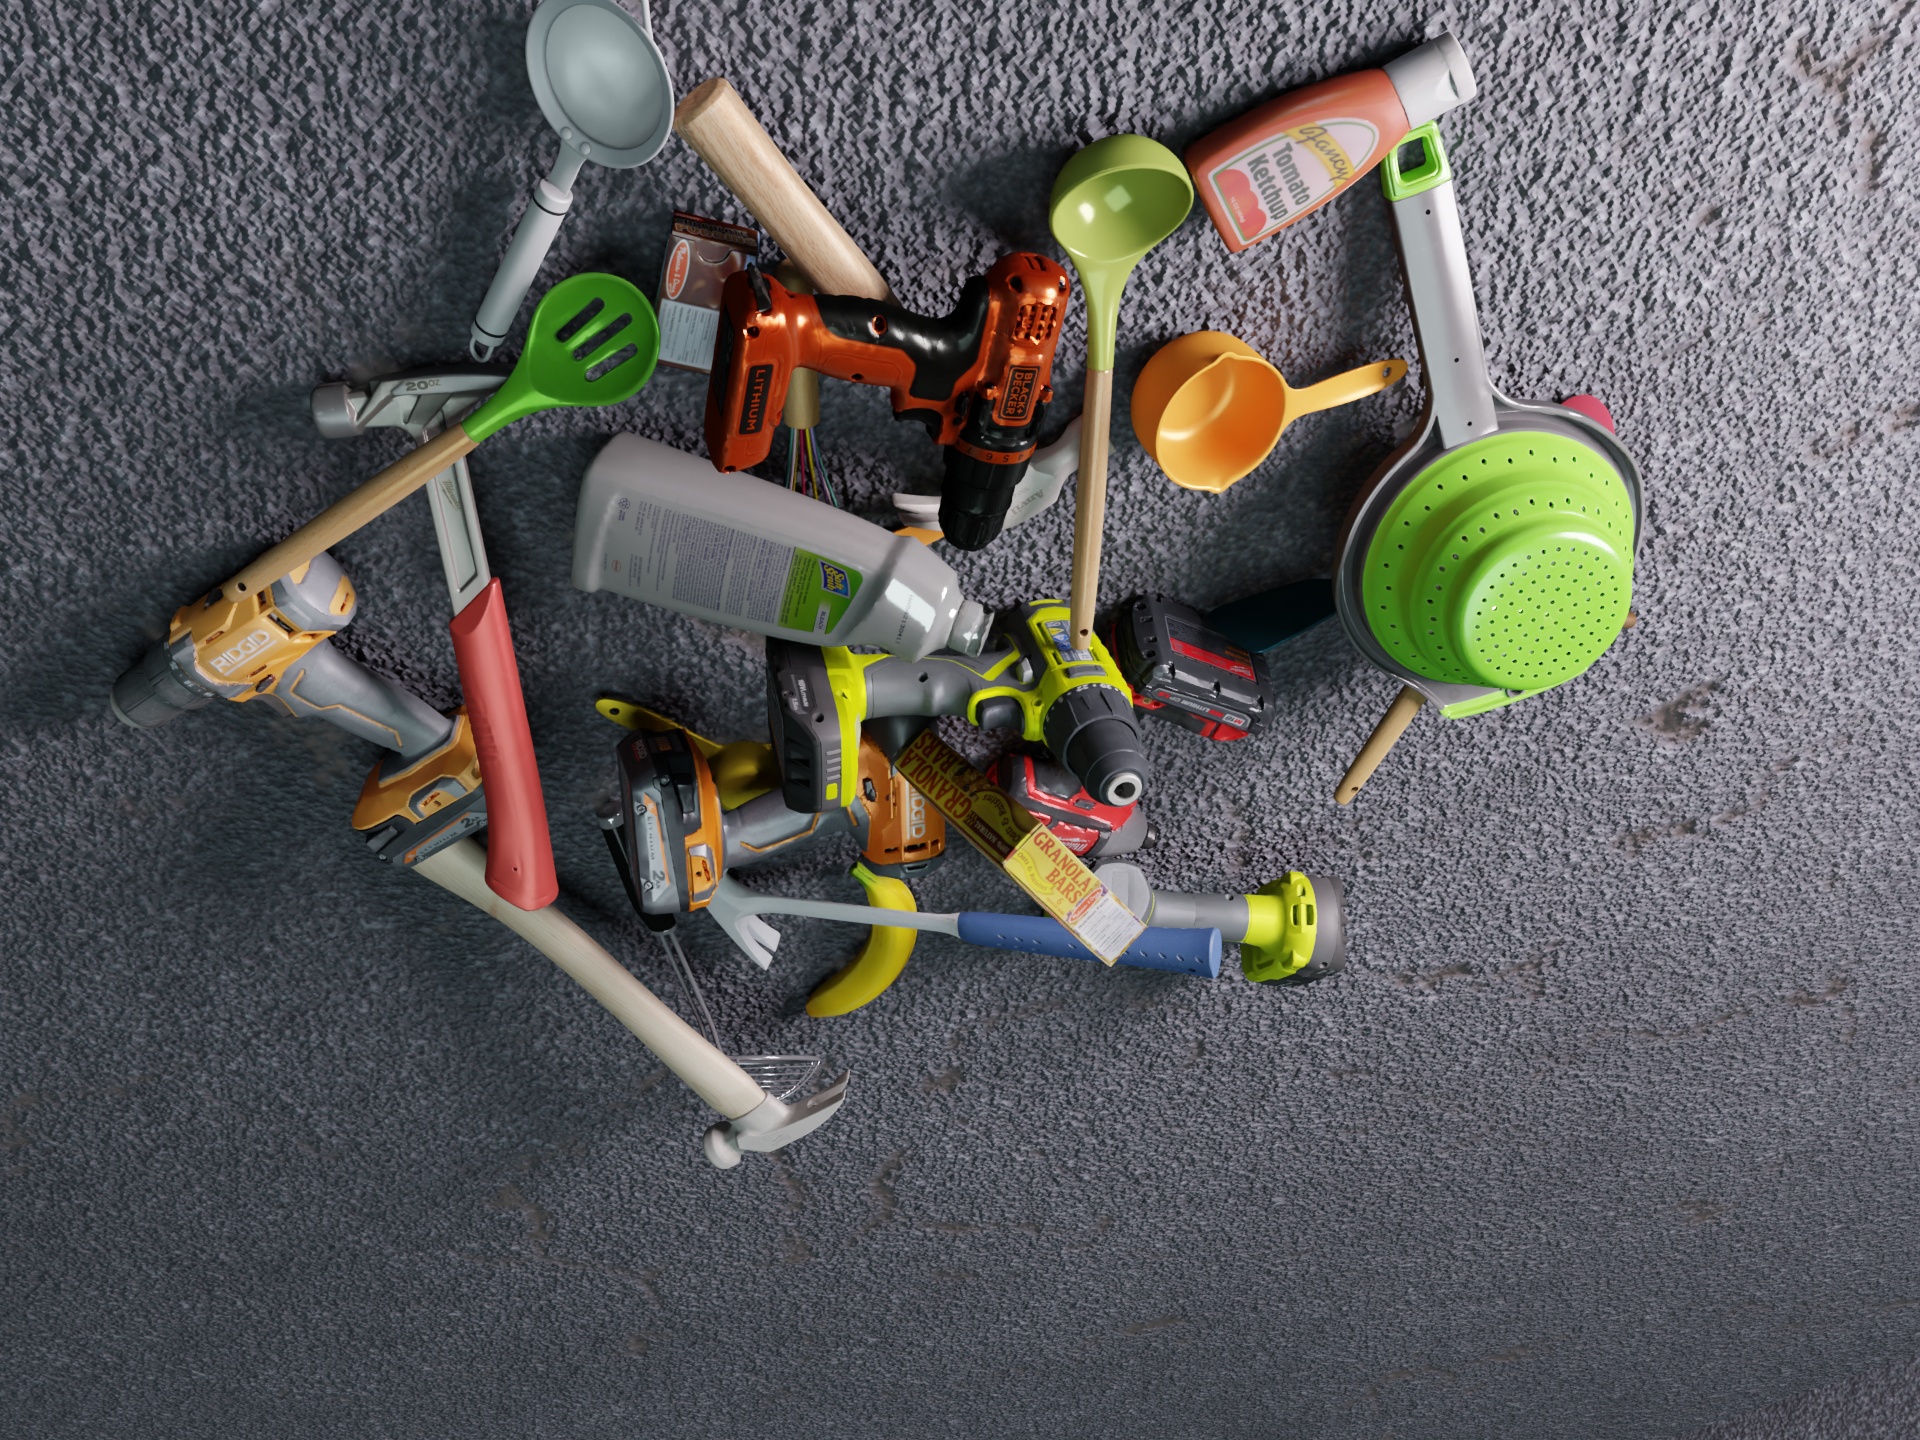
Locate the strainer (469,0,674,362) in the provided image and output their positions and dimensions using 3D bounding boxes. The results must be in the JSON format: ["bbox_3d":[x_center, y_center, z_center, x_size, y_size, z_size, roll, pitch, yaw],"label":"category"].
[{"bbox_3d":[-0.210,-0.282,0.831,0.087,0.050,0.258,40,129,-4],"label":"strainer"}]

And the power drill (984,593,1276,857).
[{"bbox_3d":[0.123,0.021,1.150,0.143,0.079,0.219,19,132,-22],"label":"power drill"}]

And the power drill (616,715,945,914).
[{"bbox_3d":[-0.119,0.043,1.109,0.226,0.084,0.164,-8,117,-18],"label":"power drill"}]

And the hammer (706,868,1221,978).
[{"bbox_3d":[-0.008,0.156,1.196,0.405,0.035,0.143,4,141,20],"label":"hammer"}]

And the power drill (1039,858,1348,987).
[{"bbox_3d":[0.180,0.163,1.277,0.223,0.080,0.171,7,161,-11],"label":"power drill"}]

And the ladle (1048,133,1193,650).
[{"bbox_3d":[0.082,-0.175,0.923,0.078,0.062,0.320,-5,123,-10],"label":"ladle"}]

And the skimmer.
[{"bbox_3d":[-0.215,0.193,1.303,0.127,0.090,0.363,-4,126,16],"label":"skimmer"}]

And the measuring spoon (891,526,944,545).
[{"bbox_3d":[-0.028,-0.123,1.034,0.117,0.011,0.021,-21,134,18],"label":"measuring spoon"}]

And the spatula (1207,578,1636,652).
[{"bbox_3d":[0.332,-0.071,1.106,0.317,0.082,0.044,3,112,-17],"label":"spatula"}]

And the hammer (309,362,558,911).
[{"bbox_3d":[-0.286,-0.041,0.989,0.149,0.037,0.358,-5,117,-2],"label":"hammer"}]

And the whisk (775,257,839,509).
[{"bbox_3d":[-0.092,-0.161,0.963,0.051,0.047,0.244,-2,131,-4],"label":"whisk"}]

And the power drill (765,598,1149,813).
[{"bbox_3d":[-0.002,-0.003,1.008,0.228,0.191,0.080,-5,124,-12],"label":"power drill"}]

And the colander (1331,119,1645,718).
[{"bbox_3d":[0.314,-0.150,0.940,0.204,0.095,0.396,-20,121,5],"label":"colander"}]

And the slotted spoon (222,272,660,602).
[{"bbox_3d":[-0.298,-0.151,0.899,0.314,0.031,0.070,-30,107,13],"label":"slotted spoon"}]

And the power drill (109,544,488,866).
[{"bbox_3d":[-0.425,0.002,1.054,0.185,0.084,0.226,-28,127,19],"label":"power drill"}]

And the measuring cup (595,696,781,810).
[{"bbox_3d":[-0.194,0.025,1.139,0.156,0.029,0.062,28,125,-33],"label":"measuring cup"}]

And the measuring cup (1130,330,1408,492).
[{"bbox_3d":[0.184,-0.201,0.962,0.173,0.052,0.095,-19,134,-14],"label":"measuring cup"}]

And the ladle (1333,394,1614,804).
[{"bbox_3d":[0.337,-0.071,1.061,0.069,0.031,0.315,16,116,-30],"label":"ladle"}]

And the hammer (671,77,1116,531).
[{"bbox_3d":[-0.044,-0.219,0.893,0.130,0.031,0.331,-35,133,13],"label":"hammer"}]

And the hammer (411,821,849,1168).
[{"bbox_3d":[-0.264,0.202,1.236,0.146,0.038,0.410,-31,117,24],"label":"hammer"}]
